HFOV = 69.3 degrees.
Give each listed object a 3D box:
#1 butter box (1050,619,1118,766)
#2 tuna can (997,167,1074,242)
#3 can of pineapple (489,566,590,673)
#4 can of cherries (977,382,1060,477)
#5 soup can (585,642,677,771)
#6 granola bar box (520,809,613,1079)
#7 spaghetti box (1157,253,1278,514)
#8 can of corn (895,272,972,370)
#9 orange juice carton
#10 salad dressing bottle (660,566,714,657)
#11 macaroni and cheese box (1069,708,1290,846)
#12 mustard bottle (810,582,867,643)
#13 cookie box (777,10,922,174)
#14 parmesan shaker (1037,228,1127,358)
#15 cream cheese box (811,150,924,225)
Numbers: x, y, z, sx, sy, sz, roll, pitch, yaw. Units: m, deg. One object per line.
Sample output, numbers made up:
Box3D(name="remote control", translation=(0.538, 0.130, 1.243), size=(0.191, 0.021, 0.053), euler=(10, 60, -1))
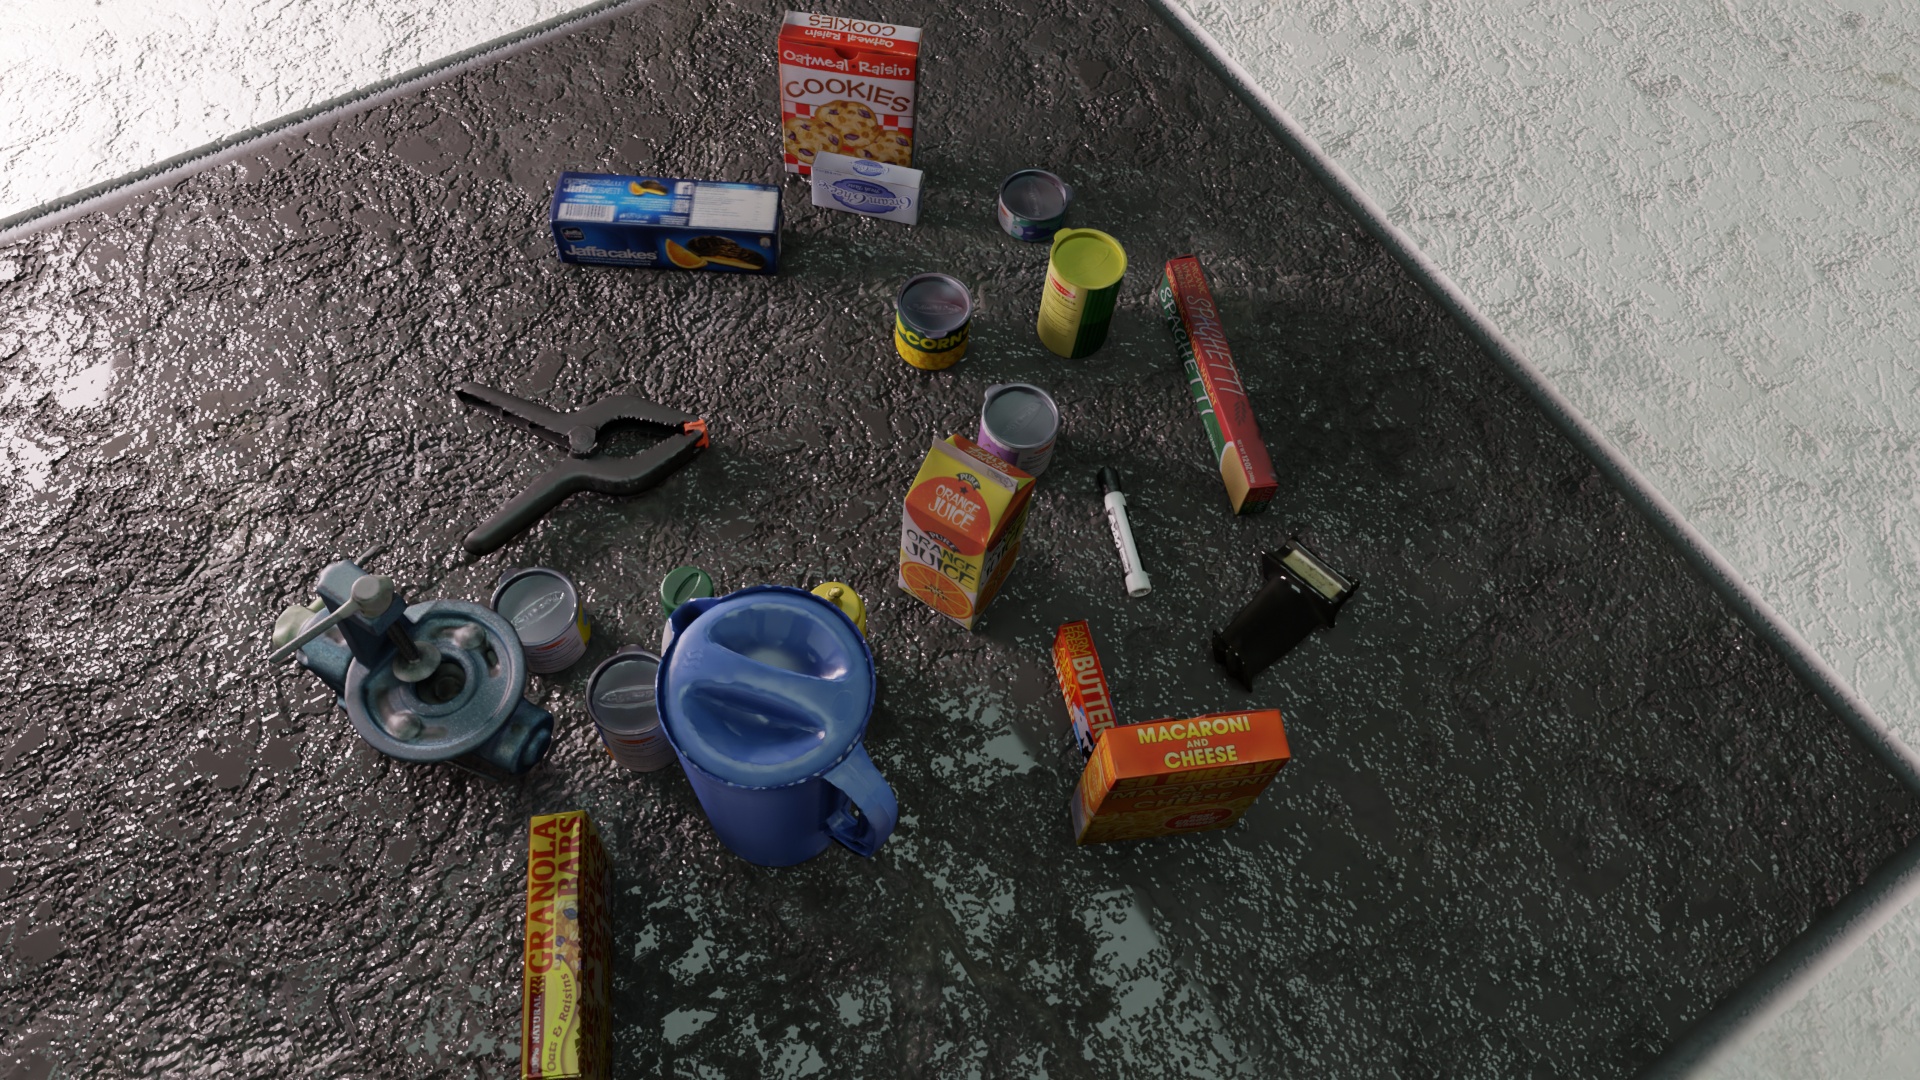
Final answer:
Box3D(name="butter box", translation=(0.097, 0.118, 1.078), size=(0.024, 0.053, 0.104), euler=(-10, 63, -10))
Box3D(name="tuna can", translation=(0.071, -0.319, 1.323), size=(0.071, 0.032, 0.071), euler=(2, 62, -4))
Box3D(name="can of pineapple", translation=(-0.323, 0.061, 1.070), size=(0.071, 0.057, 0.071), euler=(2, 62, -4))
Box3D(name="can of cherries", translation=(0.047, -0.093, 1.184), size=(0.071, 0.058, 0.072), euler=(2, 62, -4))
Box3D(name="soup can", translation=(-0.237, 0.125, 1.028), size=(0.071, 0.083, 0.071), euler=(2, 62, -4))
Box3D(name="granola bar box", translation=(-0.259, 0.278, 0.921), size=(0.039, 0.123, 0.166), euler=(-4, 62, -7))
Box3D(name="spaghetti box", translation=(0.225, -0.141, 1.230), size=(0.029, 0.050, 0.251), euler=(-9, 63, -9))
Box3D(name="can of corn", translation=(-0.024, -0.191, 1.231), size=(0.071, 0.058, 0.071), euler=(2, 62, -4))
Box3D(name="orange juice carton", translation=(0.004, -0.013, 1.062), size=(0.072, 0.191, 0.073), euler=(31, 64, 11))
Box3D(name="salad dressing bottle", translation=(-0.196, 0.068, 1.027), size=(0.044, 0.147, 0.064), euler=(28, 63, 10))
Box3D(name="macaroni and cheese box", translation=(0.151, 0.171, 0.990), size=(0.124, 0.165, 0.040), euler=(-6, 63, -8))
Box3D(name="mustard bottle", translation=(-0.095, 0.068, 1.028), size=(0.049, 0.159, 0.065), euler=(-10, 63, -10))
Box3D(name="cookie box", translation=(-0.101, -0.401, 1.276), size=(0.123, 0.166, 0.040), euler=(7, 62, -1))
Box3D(name="parmesan shaker", translation=(0.105, -0.219, 1.232), size=(0.071, 0.102, 0.071), euler=(2, 62, -4))
Box3D(name="cream cheese box", translation=(-0.087, -0.331, 1.304), size=(0.104, 0.053, 0.024), euler=(11, 62, 1))
